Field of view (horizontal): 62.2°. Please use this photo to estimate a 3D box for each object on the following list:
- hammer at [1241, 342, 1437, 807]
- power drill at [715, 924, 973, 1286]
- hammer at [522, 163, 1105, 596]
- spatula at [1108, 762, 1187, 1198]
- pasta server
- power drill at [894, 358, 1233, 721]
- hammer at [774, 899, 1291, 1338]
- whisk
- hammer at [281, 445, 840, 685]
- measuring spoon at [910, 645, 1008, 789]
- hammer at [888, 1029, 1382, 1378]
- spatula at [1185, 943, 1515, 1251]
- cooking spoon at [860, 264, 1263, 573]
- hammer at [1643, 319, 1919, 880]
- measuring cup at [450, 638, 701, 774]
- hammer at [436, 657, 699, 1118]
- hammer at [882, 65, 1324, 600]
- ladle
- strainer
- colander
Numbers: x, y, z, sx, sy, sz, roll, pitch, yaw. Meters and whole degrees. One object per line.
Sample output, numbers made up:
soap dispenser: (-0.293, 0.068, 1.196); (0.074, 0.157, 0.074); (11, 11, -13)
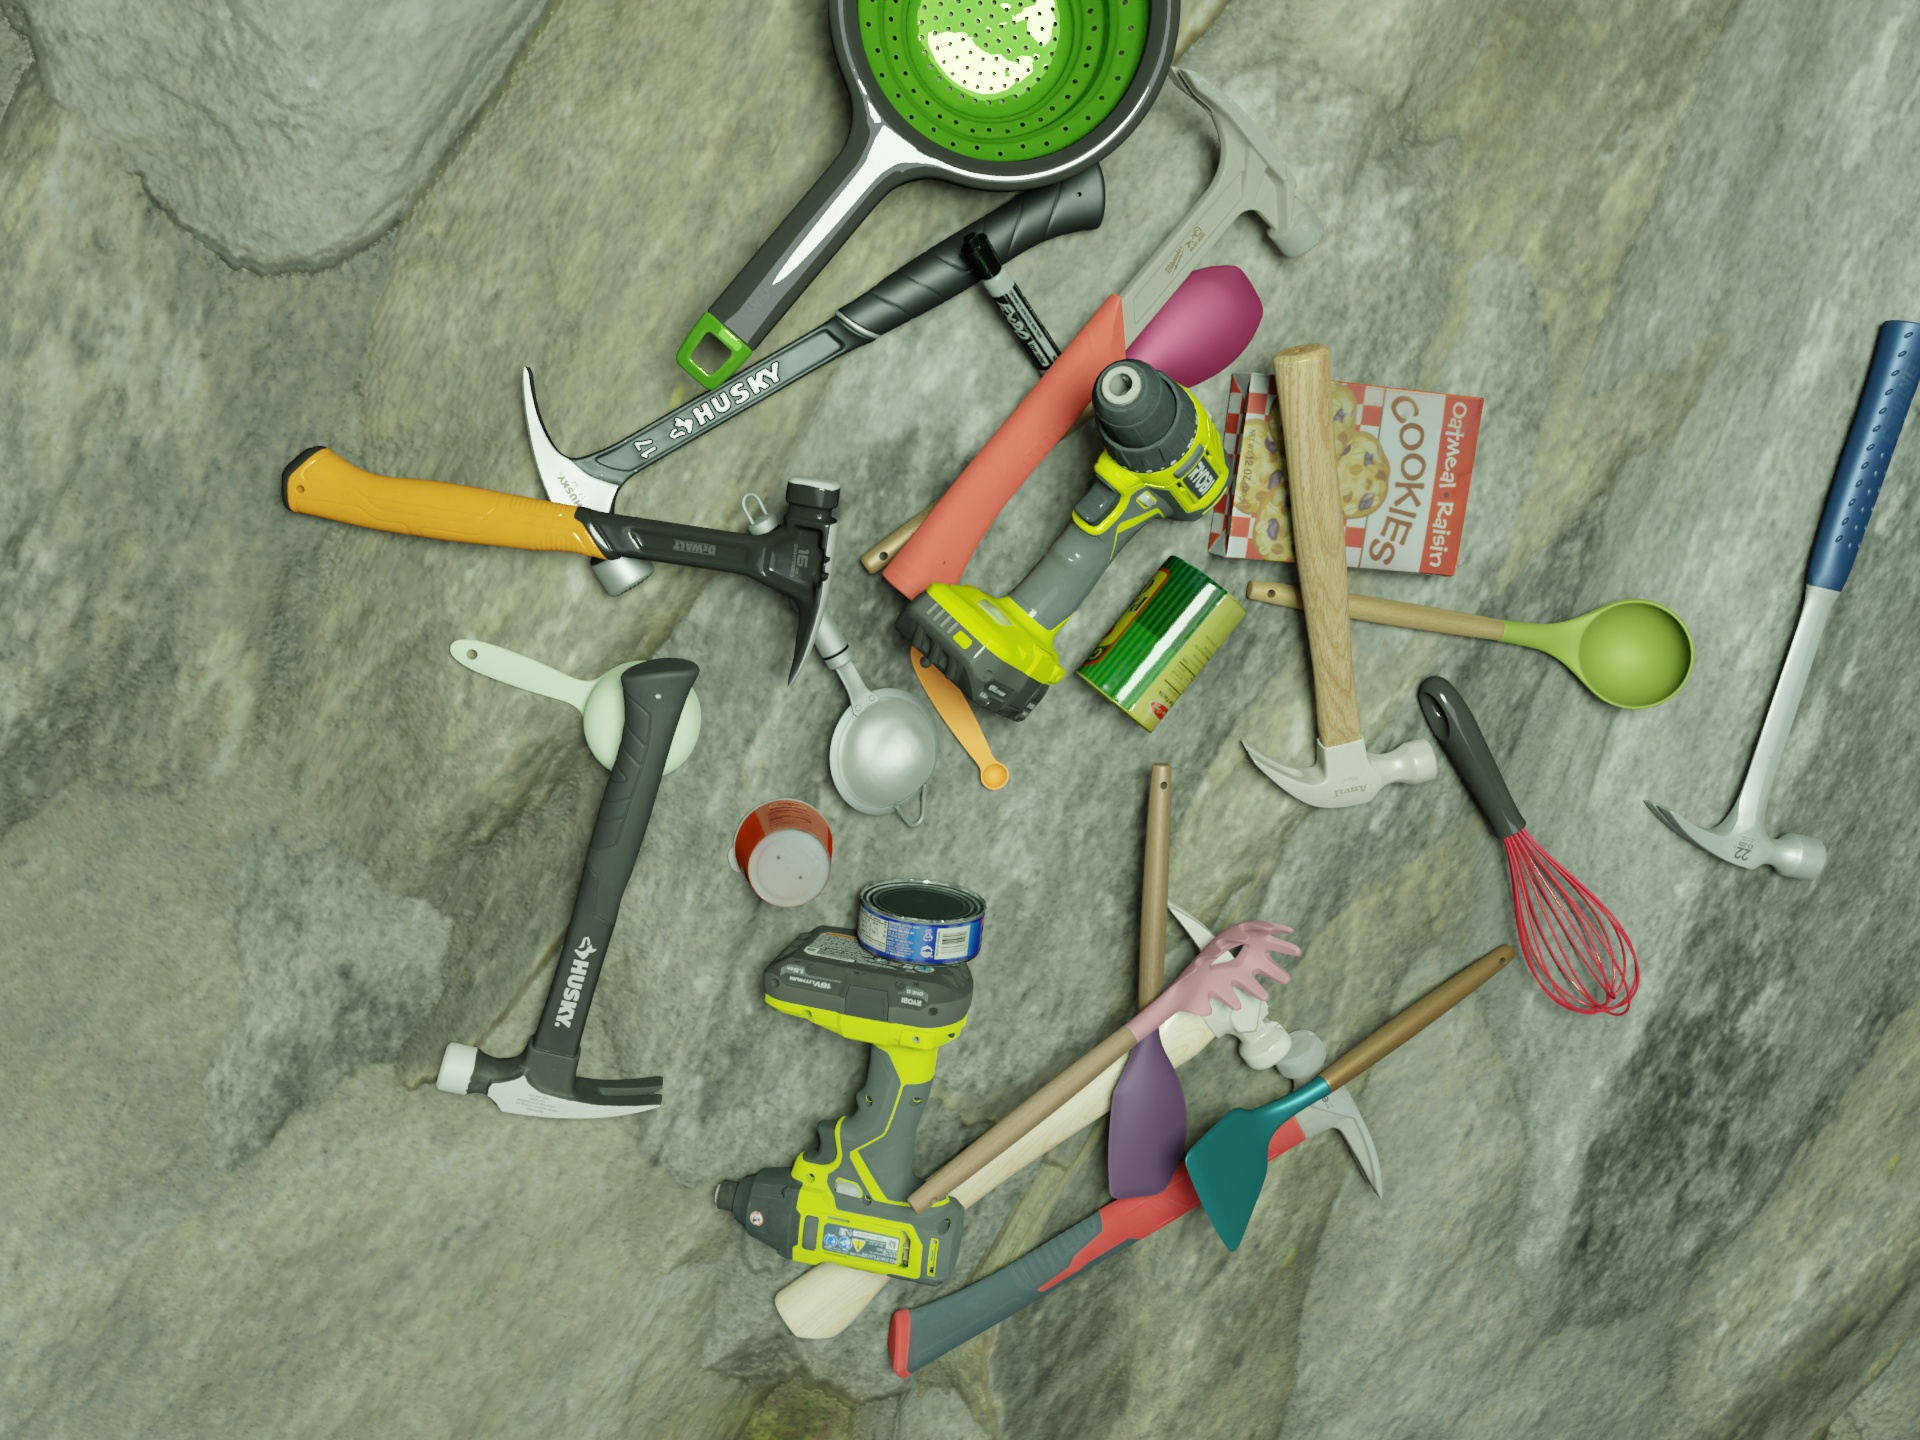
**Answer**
hammer: (0.240, -0.086, 1.060); (0.130, 0.031, 0.331); (-14, 117, -2)
power drill: (-0.077, 0.261, 1.077); (0.171, 0.080, 0.223); (8, 101, 10)
hammer: (-0.086, -0.244, 1.005); (0.409, 0.036, 0.149); (-31, 104, -3)
spatula: (0.134, 0.184, 1.105); (0.059, 0.018, 0.316); (-2, 101, -15)
pasta server: (0.097, 0.230, 1.062); (0.316, 0.040, 0.060); (-34, 125, -17)
power drill: (0.068, -0.115, 0.987); (0.080, 0.190, 0.228); (44, 98, 20)
hammer: (0.035, 0.296, 1.138); (0.410, 0.038, 0.146); (-36, 104, -1)
whisk: (0.406, 0.095, 1.151); (0.073, 0.073, 0.295); (-32, 100, -2)
hammer: (-0.246, -0.110, 0.972); (0.337, 0.034, 0.127); (10, 104, 0)
measuring spoon: (-0.002, -0.003, 1.084); (0.021, 0.011, 0.117); (-32, 102, -2)
hammer: (0.125, 0.383, 1.171); (0.386, 0.038, 0.143); (-30, 107, -3)
spatula: (0.286, 0.250, 1.133); (0.317, 0.044, 0.082); (-31, 104, -18)
cooking spoon: (0.066, -0.194, 1.050); (0.319, 0.017, 0.068); (-36, 106, -2)
hammer: (0.622, -0.087, 1.160); (0.144, 0.035, 0.405); (12, 99, -12)
measuring cup: (-0.247, -0.015, 1.021); (0.167, 0.038, 0.083); (22, 97, -16)
hammer: (-0.228, 0.114, 1.030); (0.146, 0.035, 0.334); (16, 108, -13)
hammer: (0.070, -0.225, 1.003); (0.149, 0.037, 0.359); (37, 96, -32)
ladle: (0.357, -0.065, 1.109); (0.320, 0.062, 0.078); (8, 100, -9)
strainer: (-0.076, -0.034, 1.034); (0.087, 0.050, 0.258); (-38, 111, -25)
colander: (-0.032, -0.360, 0.961); (0.204, 0.094, 0.397); (40, 97, -13)
